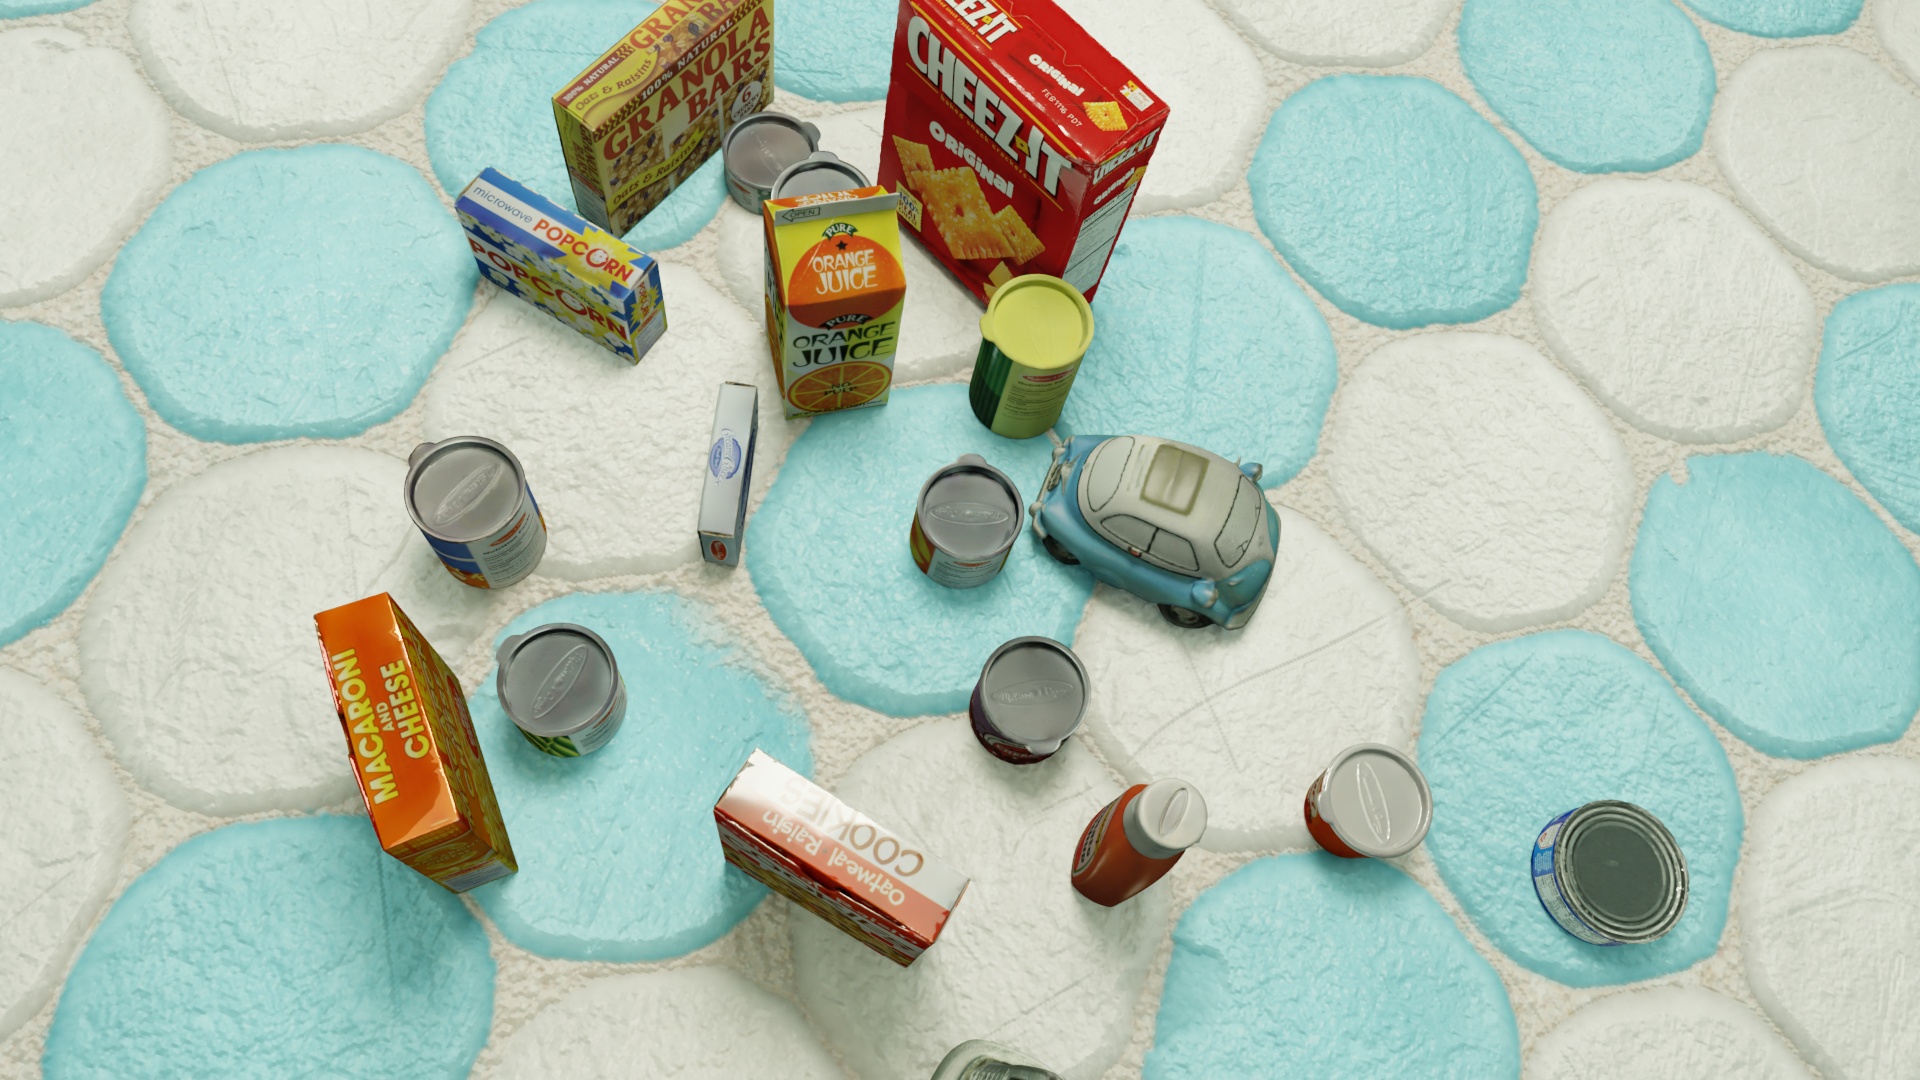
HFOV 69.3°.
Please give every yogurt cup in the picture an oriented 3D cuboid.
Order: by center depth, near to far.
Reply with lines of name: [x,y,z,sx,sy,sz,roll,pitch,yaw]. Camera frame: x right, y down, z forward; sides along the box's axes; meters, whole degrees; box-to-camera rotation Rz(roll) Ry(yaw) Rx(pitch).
yogurt cup: [0.242,0.161,0.837,0.072,0.053,0.072,3,69,-7]

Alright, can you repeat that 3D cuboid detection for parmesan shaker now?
parmesan shaker: [0.040,-0.116,0.893,0.071,0.102,0.071,3,69,-7]

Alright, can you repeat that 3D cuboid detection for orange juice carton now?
orange juice carton: [-0.078,-0.150,0.842,0.072,0.192,0.073,-10,71,-11]

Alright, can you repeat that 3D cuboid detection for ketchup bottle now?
ketchup bottle: [0.099,0.163,0.766,0.043,0.148,0.065,29,68,4]

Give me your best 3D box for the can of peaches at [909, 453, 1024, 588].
can of peaches: [0.003,-0.011,0.871,0.071,0.058,0.071,3,69,-7]

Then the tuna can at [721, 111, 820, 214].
tuna can: [-0.130,-0.263,0.966,0.071,0.032,0.071,3,68,-7]

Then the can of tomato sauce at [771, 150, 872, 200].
can of tomato sauce: [-0.092,-0.204,0.920,0.071,0.082,0.071,3,69,-7]

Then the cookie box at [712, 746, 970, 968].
cookie box: [-0.066,0.173,0.730,0.123,0.166,0.040,30,68,5]

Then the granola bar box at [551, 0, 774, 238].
granola bar box: [-0.192,-0.293,0.920,0.039,0.123,0.166,38,69,7]

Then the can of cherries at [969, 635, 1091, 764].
can of cherries: [0.040,0.099,0.832,0.071,0.058,0.072,3,69,-7]

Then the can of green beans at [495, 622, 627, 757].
can of green beans: [-0.228,0.087,0.802,0.071,0.057,0.071,3,69,-7]

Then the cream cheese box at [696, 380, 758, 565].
cream cheese box: [-0.144,-0.041,0.866,0.024,0.053,0.104,7,68,-5]

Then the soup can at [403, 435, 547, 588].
soup can: [-0.286,-0.017,0.821,0.071,0.083,0.071,3,69,-7]

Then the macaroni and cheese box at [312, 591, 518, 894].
macaroni and cheese box: [-0.281,0.112,0.726,0.040,0.165,0.124,-20,73,-14]

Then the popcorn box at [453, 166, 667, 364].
popcorn box: [-0.253,-0.174,0.886,0.127,0.085,0.038,30,68,5]
